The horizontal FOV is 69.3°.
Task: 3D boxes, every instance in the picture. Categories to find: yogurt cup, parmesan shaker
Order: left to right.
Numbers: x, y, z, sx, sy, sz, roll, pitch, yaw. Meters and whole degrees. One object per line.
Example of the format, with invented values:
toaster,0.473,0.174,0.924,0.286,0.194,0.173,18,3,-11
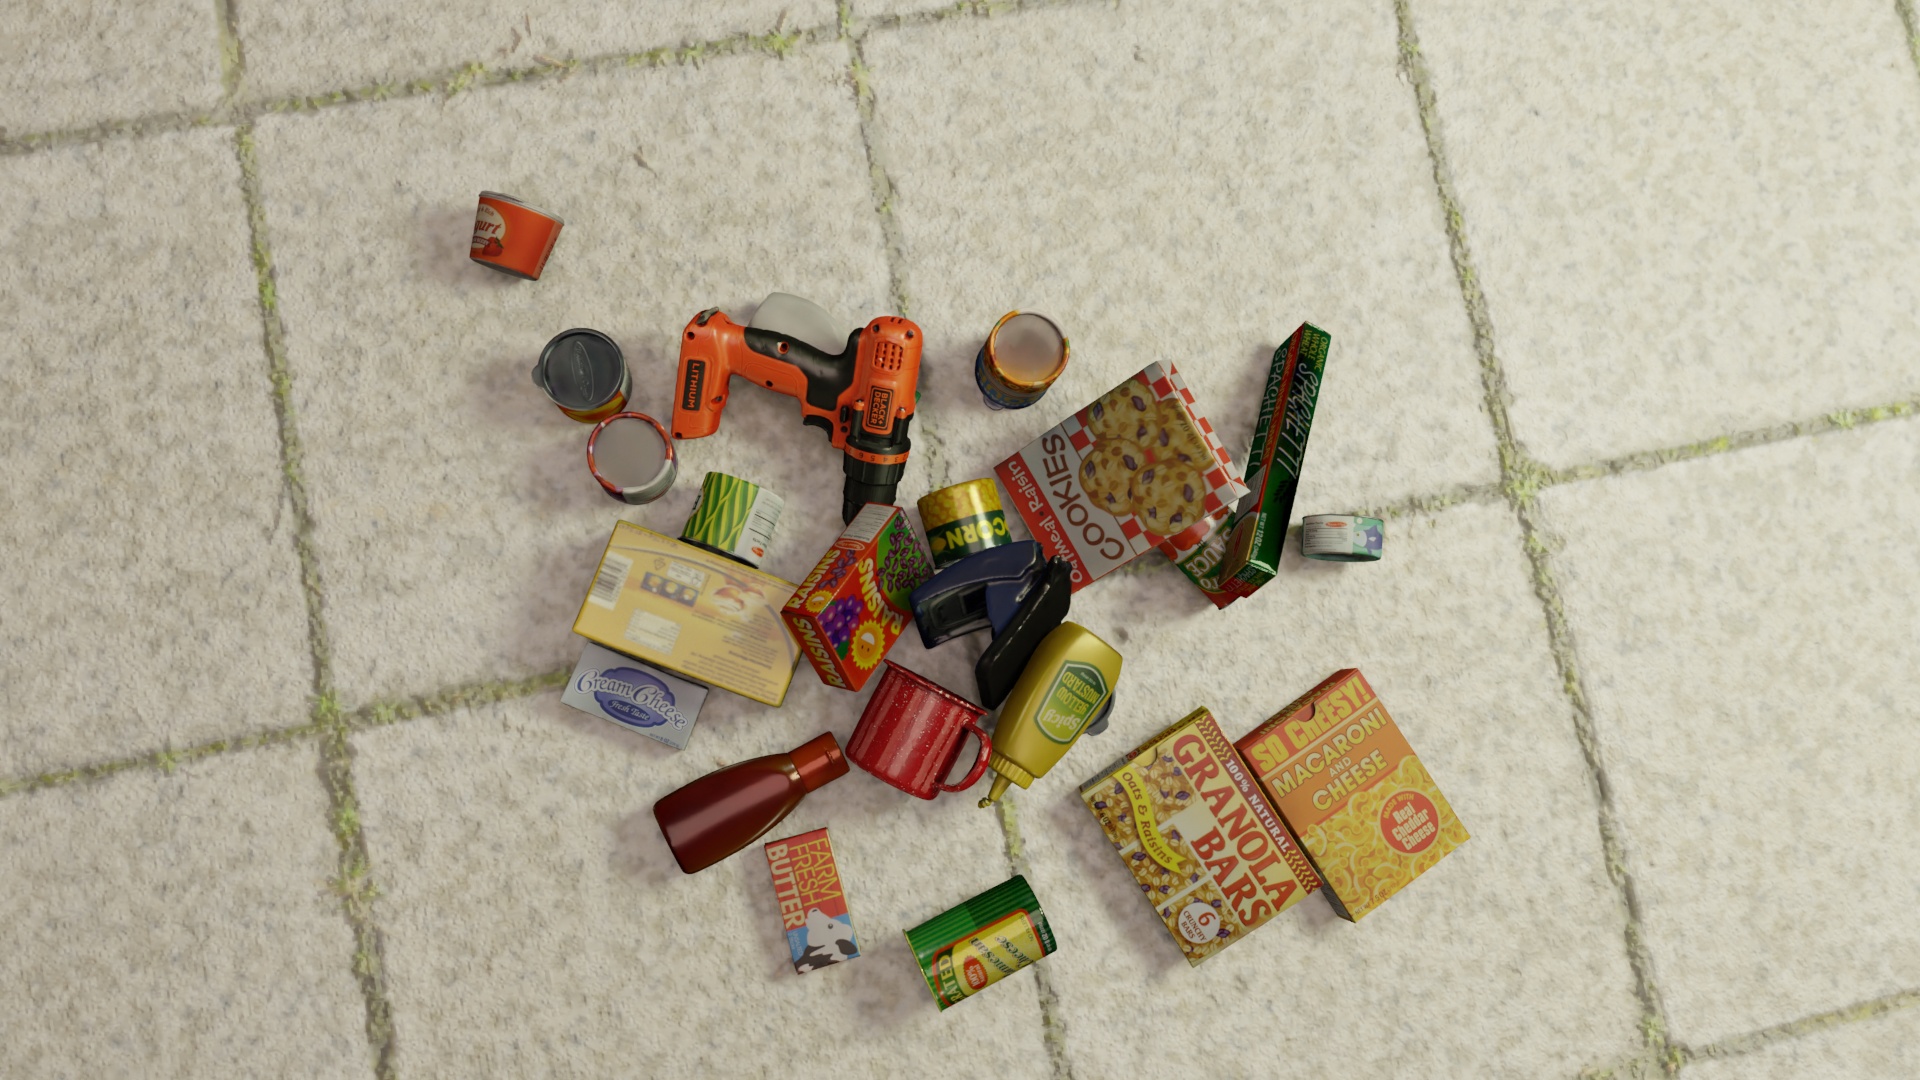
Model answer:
yogurt cup,-0.356,-0.241,1.107,0.072,0.072,0.054,17,89,-4
parmesan shaker,0.015,0.309,1.077,0.103,0.071,0.071,-25,87,-9

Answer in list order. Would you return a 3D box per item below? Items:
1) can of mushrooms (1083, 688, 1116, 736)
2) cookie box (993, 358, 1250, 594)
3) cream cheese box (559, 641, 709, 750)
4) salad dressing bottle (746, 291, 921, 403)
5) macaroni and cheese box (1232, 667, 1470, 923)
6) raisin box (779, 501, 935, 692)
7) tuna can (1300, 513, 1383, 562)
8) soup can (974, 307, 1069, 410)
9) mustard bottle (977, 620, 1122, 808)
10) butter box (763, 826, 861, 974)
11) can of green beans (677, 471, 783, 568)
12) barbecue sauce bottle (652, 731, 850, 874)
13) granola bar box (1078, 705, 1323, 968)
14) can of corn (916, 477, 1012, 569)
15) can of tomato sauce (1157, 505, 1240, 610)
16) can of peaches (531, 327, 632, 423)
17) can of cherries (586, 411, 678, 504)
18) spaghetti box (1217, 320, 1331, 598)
can of mushrooms,0.092,0.126,1.128,0.071,0.033,0.071,1,82,-7
cookie box,0.125,-0.049,1.104,0.167,0.040,0.123,-32,84,28
cream cheese box,-0.255,0.122,1.091,0.104,0.024,0.053,22,80,-4
salad dressing bottle,-0.103,-0.144,1.134,0.147,0.044,0.064,33,92,-3
macaroni and cheese box,0.319,0.207,1.141,0.124,0.040,0.166,-33,88,-10
raisin box,-0.076,0.043,1.072,0.040,0.085,0.124,9,48,35
tuna can,0.319,-0.001,1.156,0.071,0.071,0.033,5,84,-6
soup can,0.048,-0.145,1.132,0.071,0.083,0.071,1,84,-7
mustard bottle,0.062,0.142,1.076,0.065,0.049,0.160,36,82,-22
butter box,-0.116,0.281,1.088,0.053,0.024,0.103,-15,85,-9
can of green beans,-0.180,-0.016,1.097,0.071,0.071,0.058,21,81,-4
barbecue sauce bottle,-0.160,0.199,1.084,0.149,0.043,0.065,-27,87,-10
granola bar box,0.191,0.236,1.111,0.124,0.039,0.165,-33,88,2
can of corn,0.004,-0.014,1.116,0.071,0.071,0.058,-16,85,-8
can of tomato sauce,0.207,0.005,1.138,0.083,0.071,0.071,45,80,1
can of peaches,-0.299,-0.129,1.101,0.071,0.058,0.071,1,84,-6
can of cherries,-0.261,-0.067,1.097,0.071,0.058,0.071,1,83,-7
spaghetti box,0.256,-0.070,1.123,0.029,0.050,0.251,25,60,-8
